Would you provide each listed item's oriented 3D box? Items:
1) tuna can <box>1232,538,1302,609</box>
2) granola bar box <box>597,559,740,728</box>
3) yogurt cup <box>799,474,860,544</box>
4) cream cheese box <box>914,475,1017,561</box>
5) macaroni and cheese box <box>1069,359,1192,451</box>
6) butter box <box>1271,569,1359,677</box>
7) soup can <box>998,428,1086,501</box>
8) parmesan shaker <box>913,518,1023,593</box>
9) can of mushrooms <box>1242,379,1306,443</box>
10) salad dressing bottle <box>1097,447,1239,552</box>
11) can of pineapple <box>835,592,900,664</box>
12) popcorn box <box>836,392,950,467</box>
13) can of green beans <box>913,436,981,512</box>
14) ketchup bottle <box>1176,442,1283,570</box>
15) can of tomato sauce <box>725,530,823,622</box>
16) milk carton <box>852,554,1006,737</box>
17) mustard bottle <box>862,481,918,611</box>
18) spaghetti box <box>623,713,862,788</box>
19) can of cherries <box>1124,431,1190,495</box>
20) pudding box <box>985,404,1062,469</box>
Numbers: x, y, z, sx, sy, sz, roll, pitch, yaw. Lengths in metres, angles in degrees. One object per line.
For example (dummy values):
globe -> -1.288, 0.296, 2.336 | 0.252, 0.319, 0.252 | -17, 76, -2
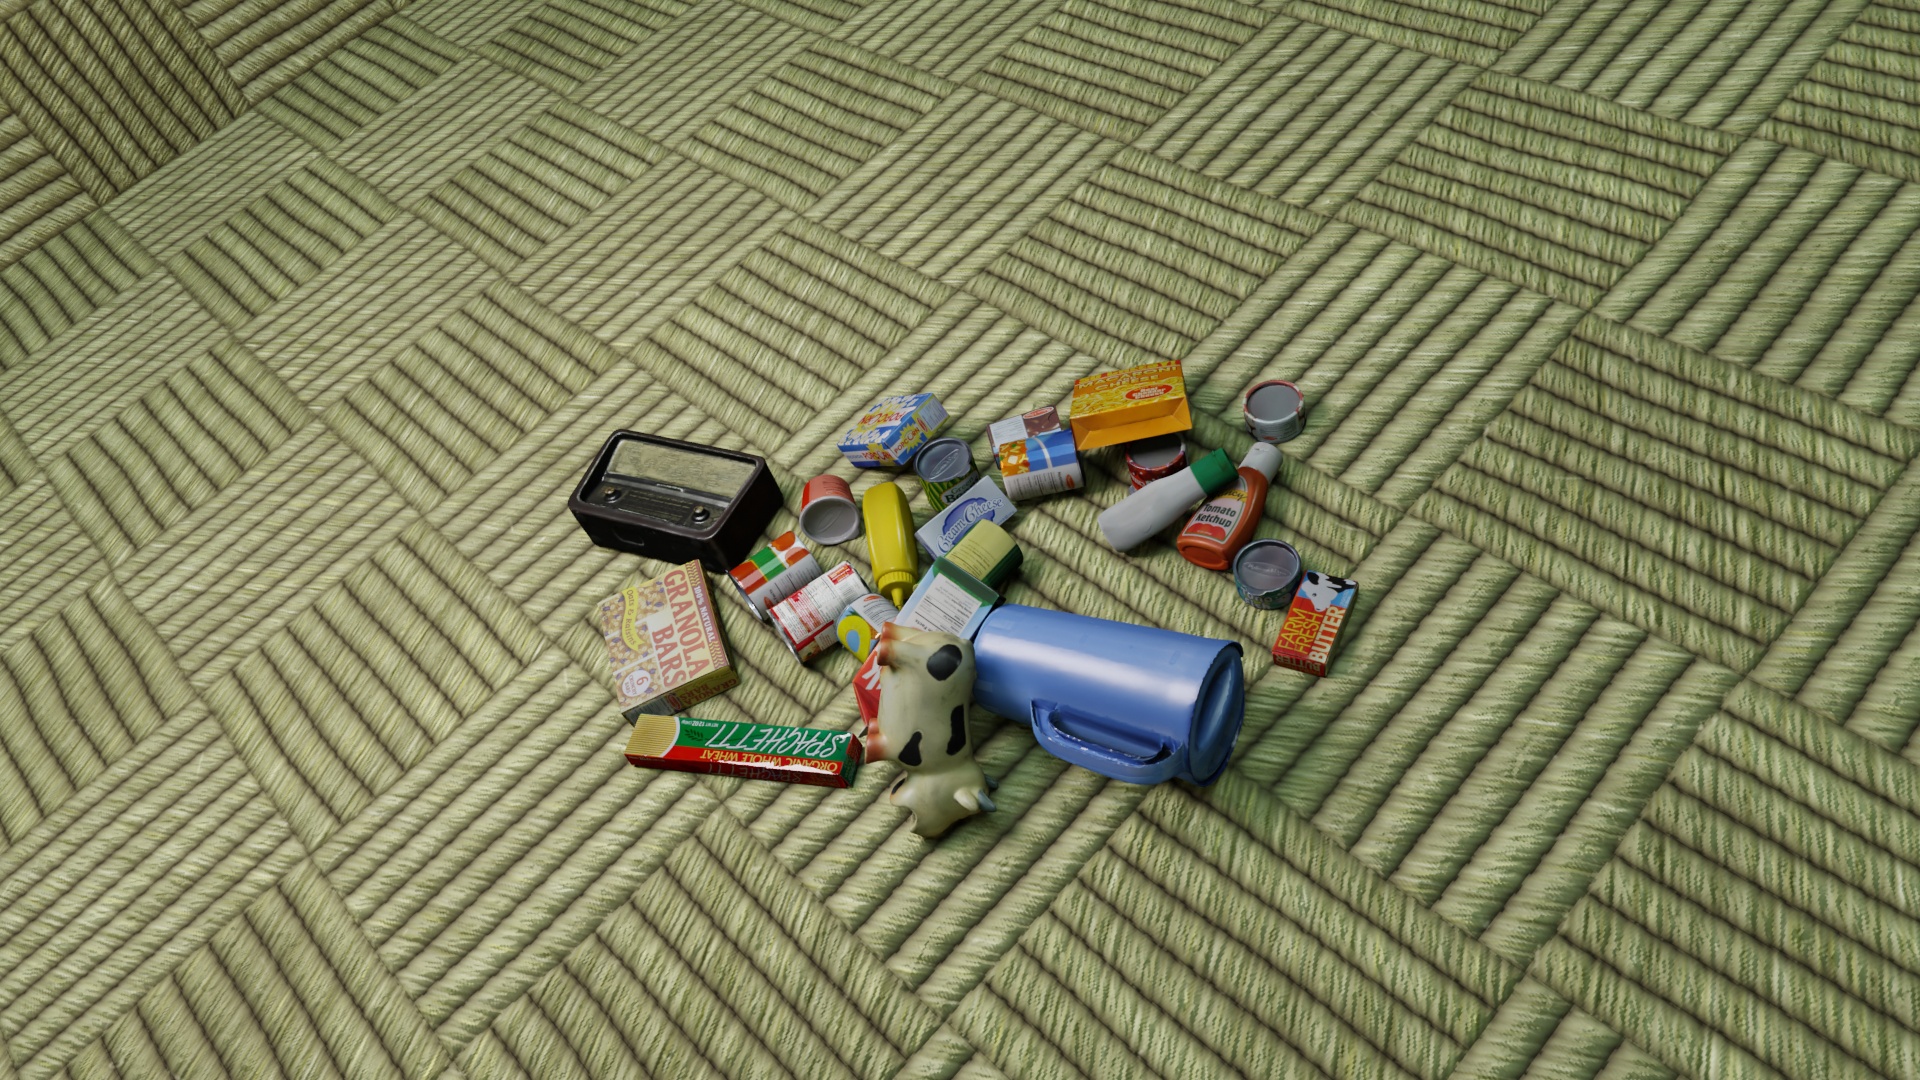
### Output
tuna can -> 0.302, 0.035, 1.370 | 0.071, 0.032, 0.071 | -9, 49, 11
granola bar box -> -0.320, 0.110, 1.512 | 0.124, 0.039, 0.166 | -24, 48, -2
yogurt cup -> -0.149, -0.038, 1.563 | 0.072, 0.072, 0.054 | -18, 40, 4
cream cheese box -> 0.005, -0.019, 1.503 | 0.104, 0.024, 0.053 | -40, 89, -15
macaroni and cheese box -> 0.185, -0.150, 1.507 | 0.124, 0.040, 0.167 | -10, 19, 10
butter box -> 0.340, 0.078, 1.327 | 0.053, 0.024, 0.104 | 14, 58, 27
soup can -> 0.090, -0.085, 1.518 | 0.084, 0.071, 0.072 | -12, 49, 10
parmesan shaker -> 0.011, 0.037, 1.445 | 0.071, 0.071, 0.103 | 30, 65, 35
can of mushrooms -> 0.340, -0.142, 1.504 | 0.071, 0.033, 0.071 | -10, 50, 12
salad dressing bottle -> 0.214, -0.043, 1.428 | 0.147, 0.044, 0.064 | -32, 21, 16
can of pineapple -> -0.086, 0.098, 1.428 | 0.071, 0.070, 0.058 | -39, 51, -15
popcorn box -> -0.078, -0.126, 1.592 | 0.085, 0.038, 0.126 | -46, 23, -21
can of green beans -> -0.013, -0.072, 1.548 | 0.071, 0.057, 0.071 | -9, 49, 11
ketchup bottle -> 0.284, -0.037, 1.429 | 0.065, 0.043, 0.149 | 14, 56, 39
can of tomato sauce -> -0.202, 0.037, 1.515 | 0.083, 0.071, 0.071 | -36, 50, -13
milk carton -> -0.041, 0.113, 1.358 | 0.073, 0.072, 0.190 | 34, 89, 9
mustard bottle -> -0.073, 0.014, 1.495 | 0.049, 0.065, 0.161 | -17, 52, 11
spaghetti box -> -0.221, 0.211, 1.402 | 0.250, 0.028, 0.050 | 2, 53, 20
can of cherries -> 0.209, -0.079, 1.479 | 0.071, 0.058, 0.072 | -9, 49, 11
pudding box -> 0.075, -0.118, 1.575 | 0.084, 0.030, 0.050 | -18, 47, 4
